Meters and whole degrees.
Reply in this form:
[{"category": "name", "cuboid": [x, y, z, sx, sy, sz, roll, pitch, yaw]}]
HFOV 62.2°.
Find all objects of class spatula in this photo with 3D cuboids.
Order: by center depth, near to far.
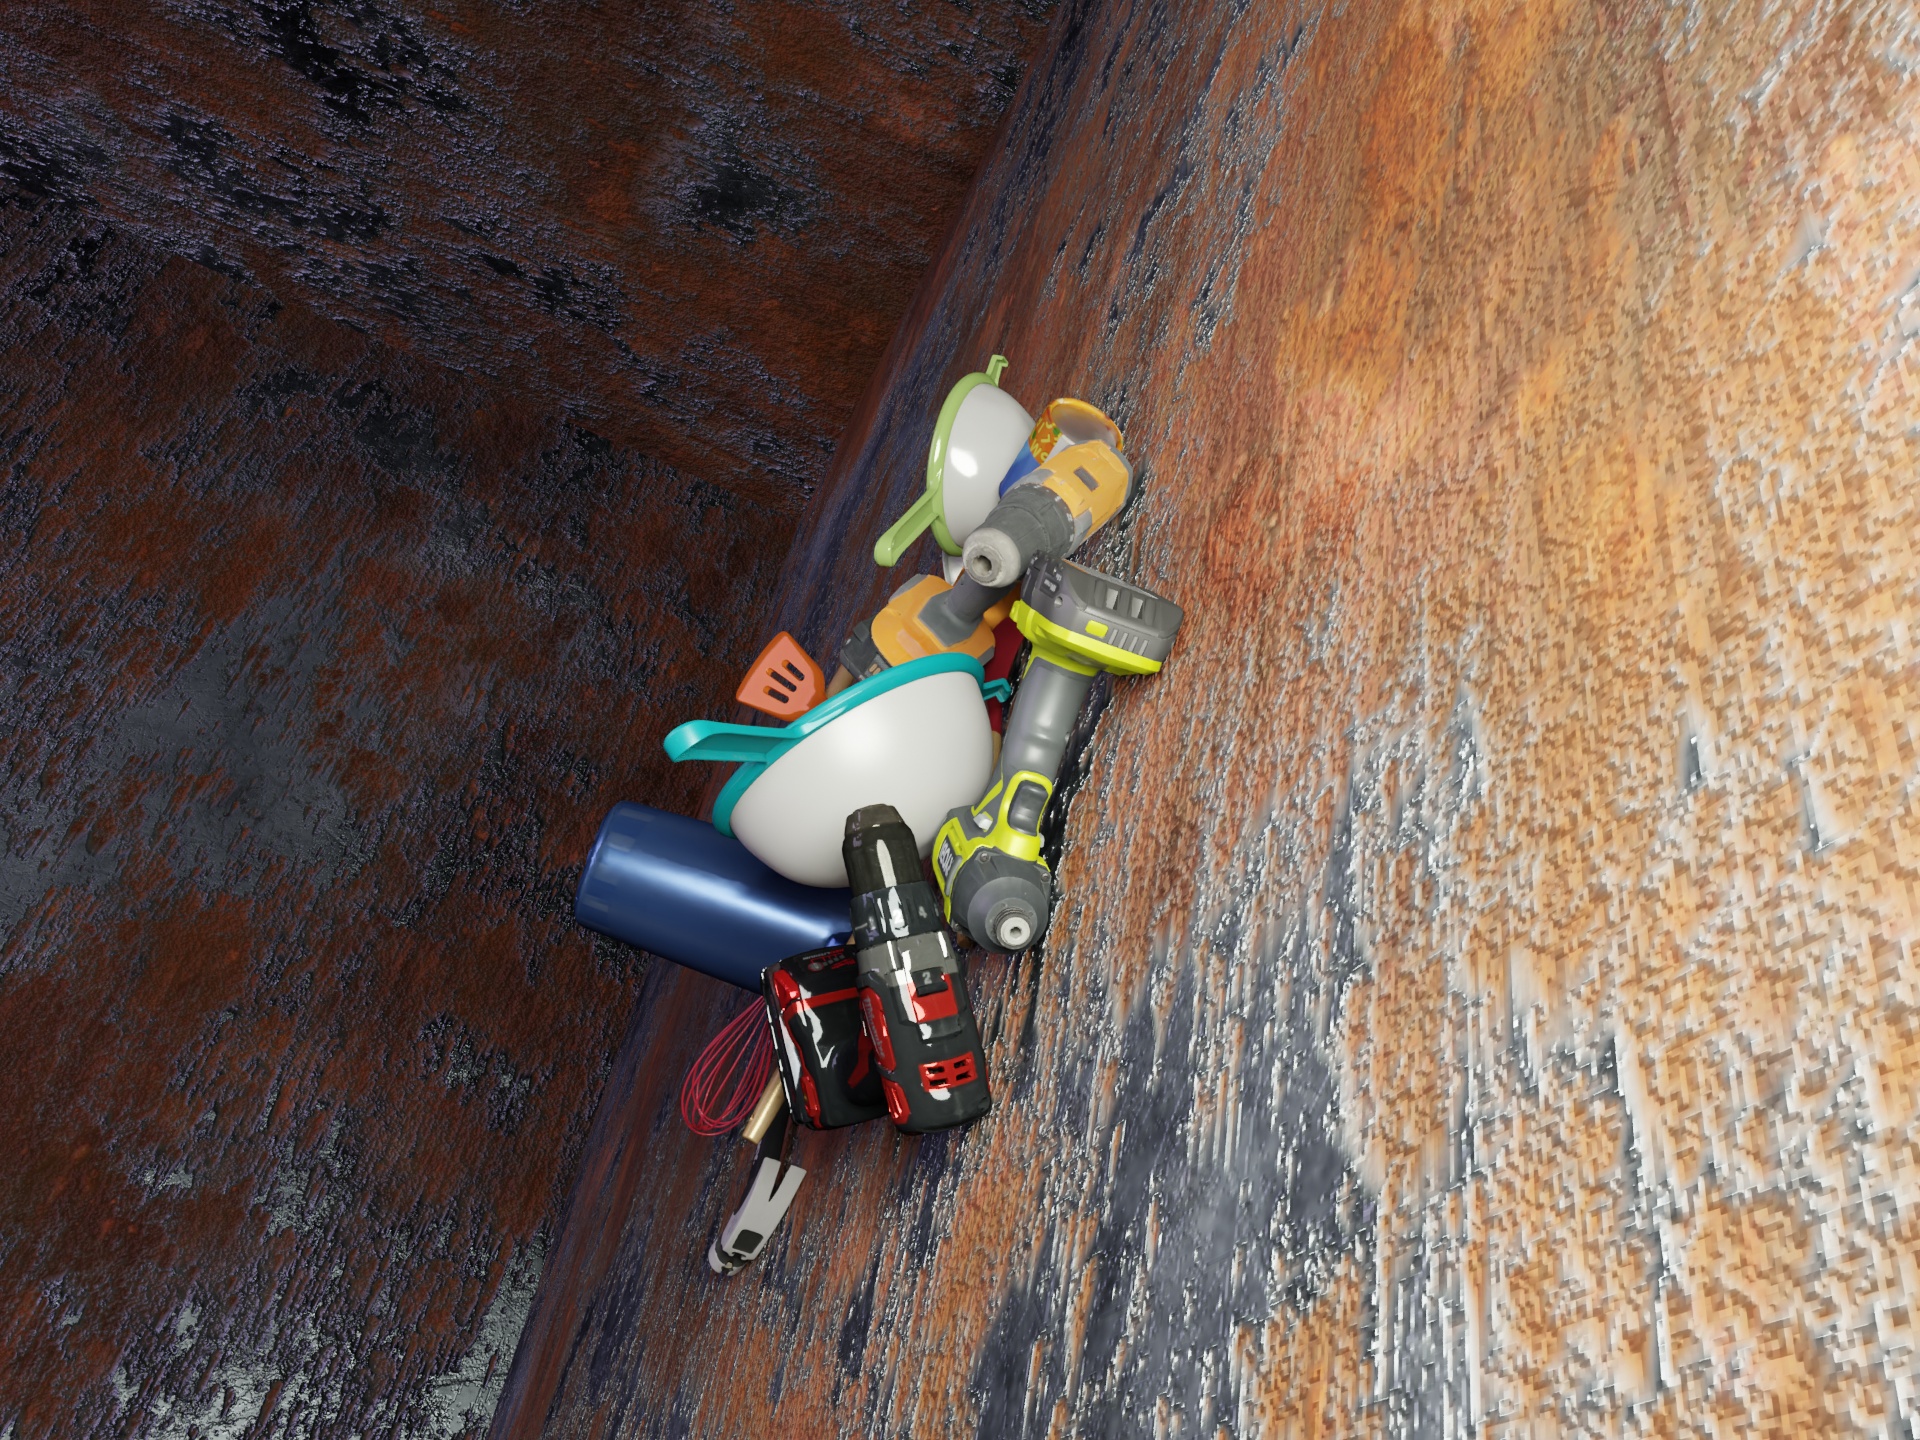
[{"category": "spatula", "cuboid": [-0.107, 0.001, 1.396, 0.081, 0.041, 0.323, -55, 34, -2]}, {"category": "spatula", "cuboid": [-0.139, 0.028, 1.523, 0.317, 0.044, 0.082, -57, 9, 34]}]

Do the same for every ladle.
[{"category": "ladle", "cuboid": [0.020, 0.032, 1.153, 0.069, 0.031, 0.316, 125, 161, -44]}, {"category": "ladle", "cuboid": [-0.086, 0.160, 1.173, 0.078, 0.062, 0.320, -27, 30, 59]}]

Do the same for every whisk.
[{"category": "whisk", "cuboid": [-0.187, 0.277, 1.542, 0.296, 0.073, 0.073, -61, 13, 6]}]

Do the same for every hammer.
[{"category": "hammer", "cuboid": [-0.149, 0.301, 1.389, 0.335, 0.035, 0.146, -80, 16, -46]}]

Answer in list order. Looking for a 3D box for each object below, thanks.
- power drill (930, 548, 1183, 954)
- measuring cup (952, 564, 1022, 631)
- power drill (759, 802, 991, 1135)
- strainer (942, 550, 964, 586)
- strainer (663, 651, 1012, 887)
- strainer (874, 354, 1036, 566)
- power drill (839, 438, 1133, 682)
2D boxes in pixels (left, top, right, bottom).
[{"category": "power drill", "cuboid": [0.049, 0.021, 0.936, 0.171, 0.080, 0.223, -121, 50, -76]}, {"category": "measuring cup", "cuboid": [0.033, -0.102, 1.275, 0.173, 0.052, 0.095, -46, 25, 56]}, {"category": "power drill", "cuboid": [-0.057, 0.162, 0.979, 0.226, 0.080, 0.188, 140, 118, -64]}, {"category": "strainer", "cuboid": [0.019, -0.159, 1.458, 0.050, 0.086, 0.259, -17, 25, 15]}, {"category": "strainer", "cuboid": [-0.075, 0.048, 1.010, 0.211, 0.095, 0.340, -37, -14, 15]}, {"category": "strainer", "cuboid": [0.012, -0.178, 1.253, 0.256, 0.069, 0.151, -53, -33, -52]}, {"category": "power drill", "cuboid": [0.009, -0.091, 1.104, 0.226, 0.084, 0.185, -43, 0, 37]}]
